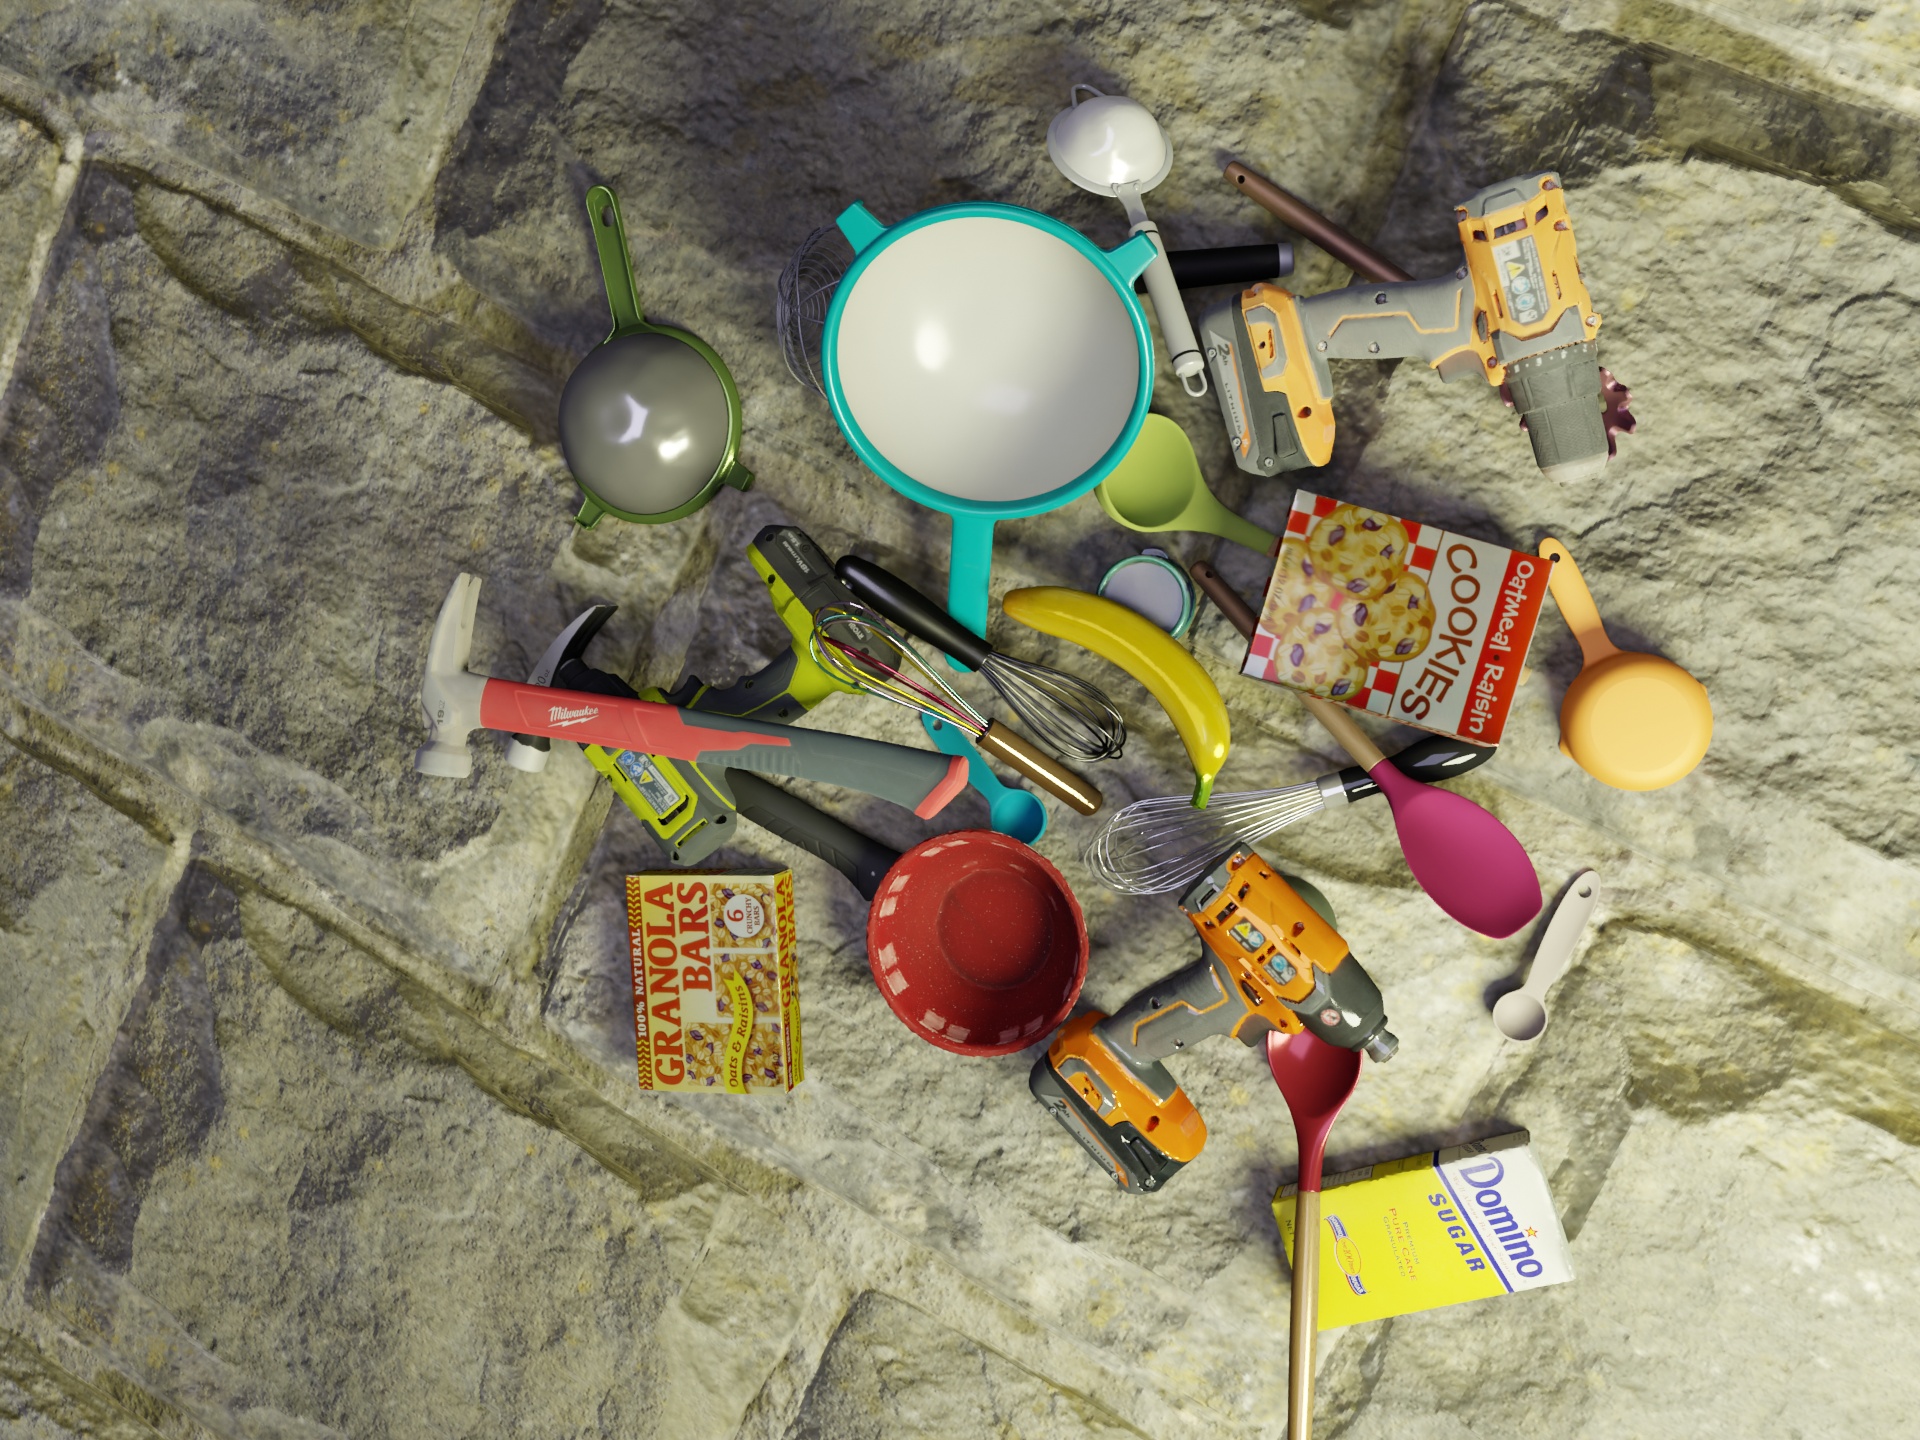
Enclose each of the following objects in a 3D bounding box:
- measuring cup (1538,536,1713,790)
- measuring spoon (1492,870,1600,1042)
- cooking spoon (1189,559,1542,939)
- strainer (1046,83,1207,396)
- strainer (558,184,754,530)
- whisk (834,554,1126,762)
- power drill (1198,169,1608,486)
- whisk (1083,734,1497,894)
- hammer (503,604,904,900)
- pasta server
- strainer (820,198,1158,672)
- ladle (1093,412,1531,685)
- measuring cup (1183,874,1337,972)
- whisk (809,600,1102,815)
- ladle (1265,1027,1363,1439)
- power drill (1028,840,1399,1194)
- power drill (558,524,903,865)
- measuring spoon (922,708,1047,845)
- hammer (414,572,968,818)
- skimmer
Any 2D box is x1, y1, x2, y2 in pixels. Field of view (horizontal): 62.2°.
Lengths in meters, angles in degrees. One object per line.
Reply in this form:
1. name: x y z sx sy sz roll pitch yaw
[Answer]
1. measuring cup: 0.408 -0.037 1.002 0.095 0.052 0.173 -26 88 17
2. measuring spoon: 0.388 0.154 1.045 0.034 0.018 0.124 27 94 13
3. cooking spoon: 0.254 0.010 1.036 0.069 0.017 0.319 -35 69 -10
4. strainer: 0.119 -0.326 1.041 0.087 0.050 0.259 -12 74 -13
5. strainer: -0.253 -0.273 1.176 0.151 0.069 0.256 -11 92 17
6. whisk: 0.015 -0.043 1.095 0.239 0.055 0.055 33 103 -6
7. power drill: 0.282 -0.216 0.994 0.226 0.084 0.185 -14 96 28
8. whisk: 0.218 0.056 1.067 0.284 0.070 0.070 -19 88 13
9. hammer: -0.183 0.037 1.195 0.335 0.035 0.146 27 102 13
10. pasta server: 0.297 -0.272 1.028 0.316 0.040 0.060 39 119 12
11. strainer: 0.017 -0.193 1.069 0.211 0.095 0.340 7 128 4
12. ladle: 0.231 -0.107 1.051 0.320 0.062 0.078 29 82 10
13. measuring cup: 0.180 0.170 1.092 0.167 0.038 0.083 -35 84 15
14. whisk: -0.002 -0.002 1.086 0.244 0.047 0.051 34 95 -16
15. ladle: 0.229 0.337 1.046 0.069 0.031 0.315 -4 74 36
16. power drill: 0.168 0.210 1.050 0.164 0.084 0.226 45 116 12
17. power drill: -0.168 -0.029 1.139 0.223 0.080 0.171 -40 81 3
18. measuring spoon: 0.017 0.039 1.148 0.042 0.021 0.129 -46 72 15
19. hammer: -0.183 -0.006 1.085 0.386 0.038 0.143 9 88 10
20. skimmer: 0.044 -0.297 1.107 0.363 0.090 0.127 -4 95 7
